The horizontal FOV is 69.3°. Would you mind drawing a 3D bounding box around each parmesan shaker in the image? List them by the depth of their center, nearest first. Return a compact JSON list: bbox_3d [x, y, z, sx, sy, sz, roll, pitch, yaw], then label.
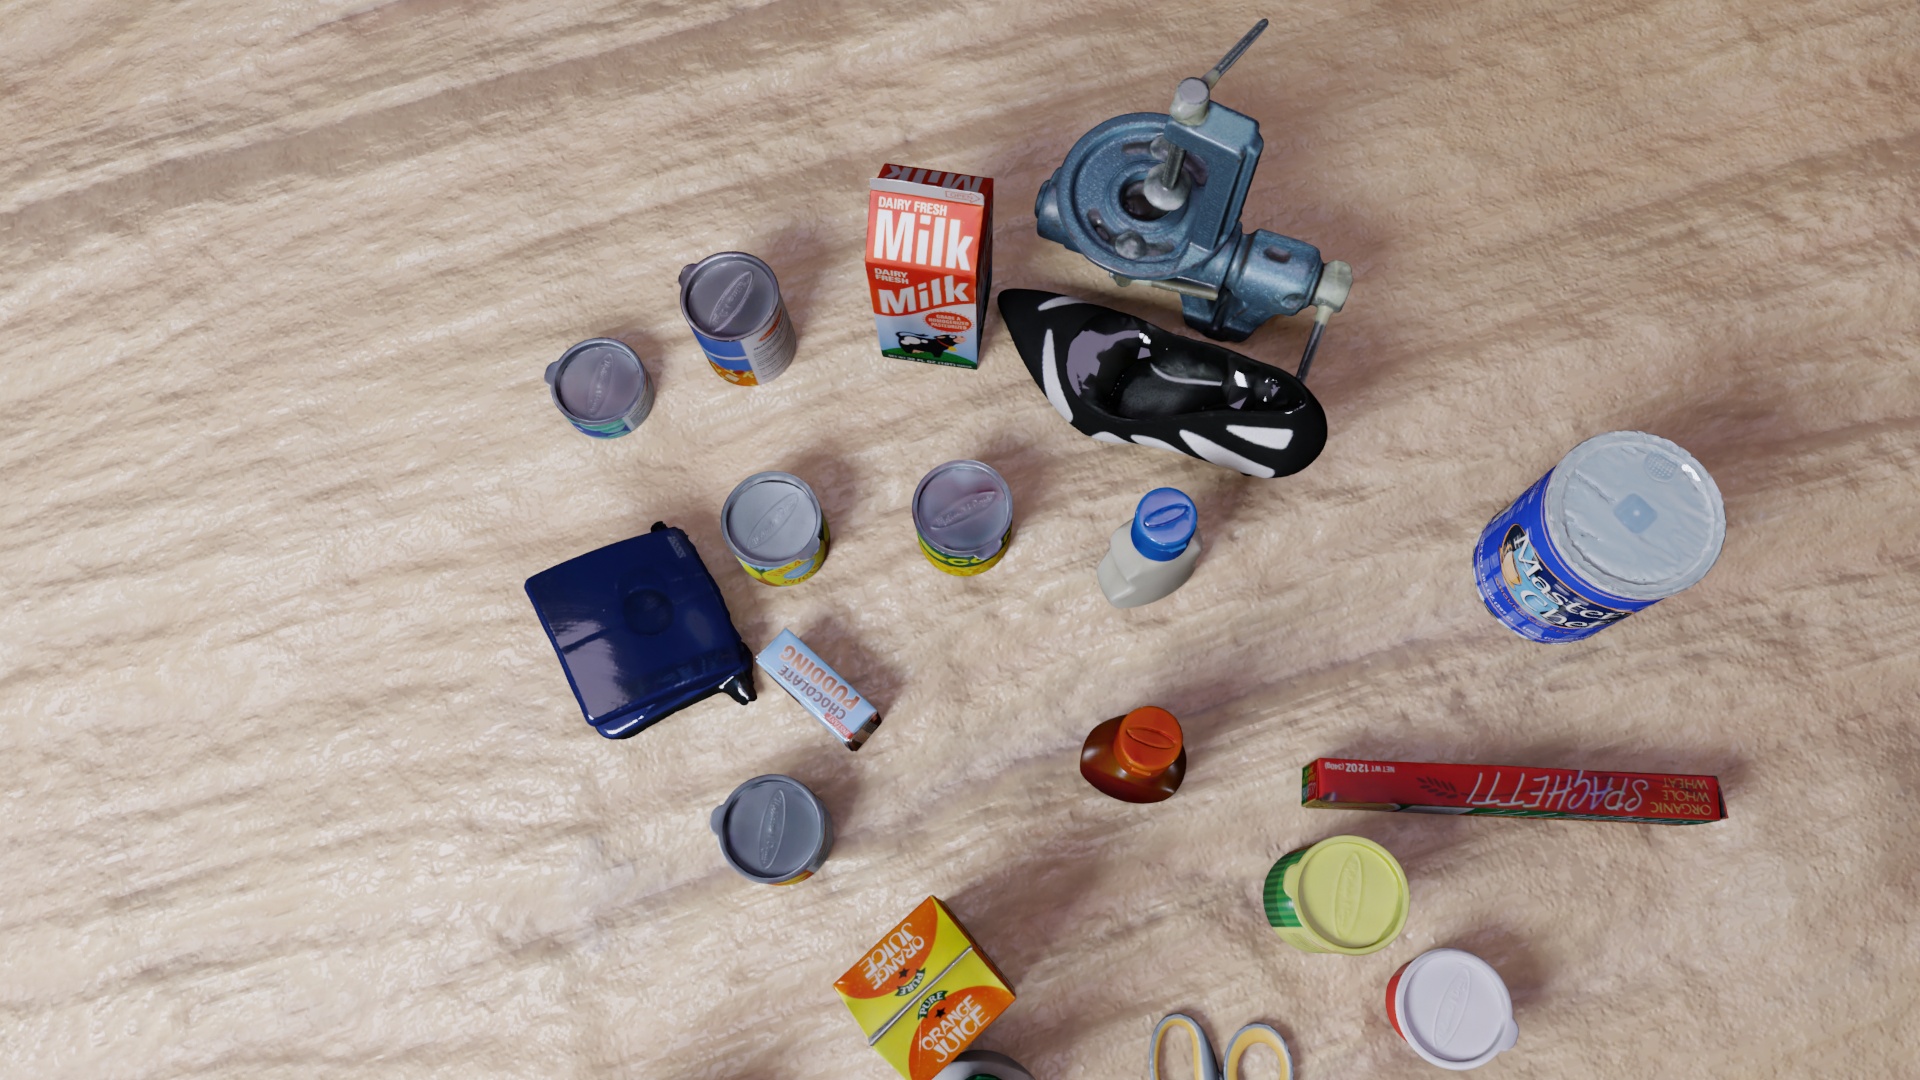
[{"bbox_3d":[0.220,0.213,0.834,0.071,0.103,0.071,0,74,2],"label":"parmesan shaker"}]

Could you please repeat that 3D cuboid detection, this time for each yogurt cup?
[{"bbox_3d":[0.290,0.281,0.838,0.072,0.053,0.072,0,74,1],"label":"yogurt cup"}]

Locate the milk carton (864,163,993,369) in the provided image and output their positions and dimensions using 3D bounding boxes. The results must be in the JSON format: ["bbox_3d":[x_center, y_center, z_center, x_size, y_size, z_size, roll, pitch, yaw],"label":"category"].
[{"bbox_3d":[-0.018,-0.185,0.912,0.072,0.190,0.073,8,75,4],"label":"milk carton"}]

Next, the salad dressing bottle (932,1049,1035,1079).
[{"bbox_3d":[0.013,0.318,0.786,0.064,0.147,0.044,6,75,3],"label":"salad dressing bottle"}]

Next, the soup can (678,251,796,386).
[{"bbox_3d":[-0.154,-0.153,0.962,0.071,0.083,0.071,0,74,2],"label":"soup can"}]

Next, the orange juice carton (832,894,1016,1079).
[{"bbox_3d":[-0.017,0.252,0.783,0.072,0.192,0.073,-40,77,-9],"label":"orange juice carton"}]

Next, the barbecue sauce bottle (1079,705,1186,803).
[{"bbox_3d":[0.107,0.129,0.838,0.065,0.148,0.044,17,75,6],"label":"barbecue sauce bottle"}]

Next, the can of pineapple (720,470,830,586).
[{"bbox_3d":[-0.122,-0.005,0.931,0.071,0.057,0.071,0,74,1],"label":"can of pineapple"}]

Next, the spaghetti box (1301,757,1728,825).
[{"bbox_3d":[0.344,0.159,0.875,0.250,0.050,0.029,2,74,2],"label":"spaghetti box"}]

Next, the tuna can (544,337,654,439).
[{"bbox_3d":[-0.254,-0.107,0.977,0.071,0.032,0.071,0,74,1],"label":"tuna can"}]

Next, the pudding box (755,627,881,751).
[{"bbox_3d":[-0.092,0.098,0.904,0.084,0.049,0.030,41,79,12],"label":"pudding box"}]

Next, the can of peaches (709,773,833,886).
[{"bbox_3d":[-0.118,0.183,0.876,0.071,0.058,0.071,0,74,1],"label":"can of peaches"}]

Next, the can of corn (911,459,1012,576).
[{"bbox_3d":[0.003,-0.012,0.929,0.071,0.058,0.071,0,74,1],"label":"can of corn"}]

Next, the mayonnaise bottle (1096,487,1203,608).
[{"bbox_3d":[0.122,0.005,0.875,0.065,0.147,0.041,-21,75,-4],"label":"mayonnaise bottle"}]
